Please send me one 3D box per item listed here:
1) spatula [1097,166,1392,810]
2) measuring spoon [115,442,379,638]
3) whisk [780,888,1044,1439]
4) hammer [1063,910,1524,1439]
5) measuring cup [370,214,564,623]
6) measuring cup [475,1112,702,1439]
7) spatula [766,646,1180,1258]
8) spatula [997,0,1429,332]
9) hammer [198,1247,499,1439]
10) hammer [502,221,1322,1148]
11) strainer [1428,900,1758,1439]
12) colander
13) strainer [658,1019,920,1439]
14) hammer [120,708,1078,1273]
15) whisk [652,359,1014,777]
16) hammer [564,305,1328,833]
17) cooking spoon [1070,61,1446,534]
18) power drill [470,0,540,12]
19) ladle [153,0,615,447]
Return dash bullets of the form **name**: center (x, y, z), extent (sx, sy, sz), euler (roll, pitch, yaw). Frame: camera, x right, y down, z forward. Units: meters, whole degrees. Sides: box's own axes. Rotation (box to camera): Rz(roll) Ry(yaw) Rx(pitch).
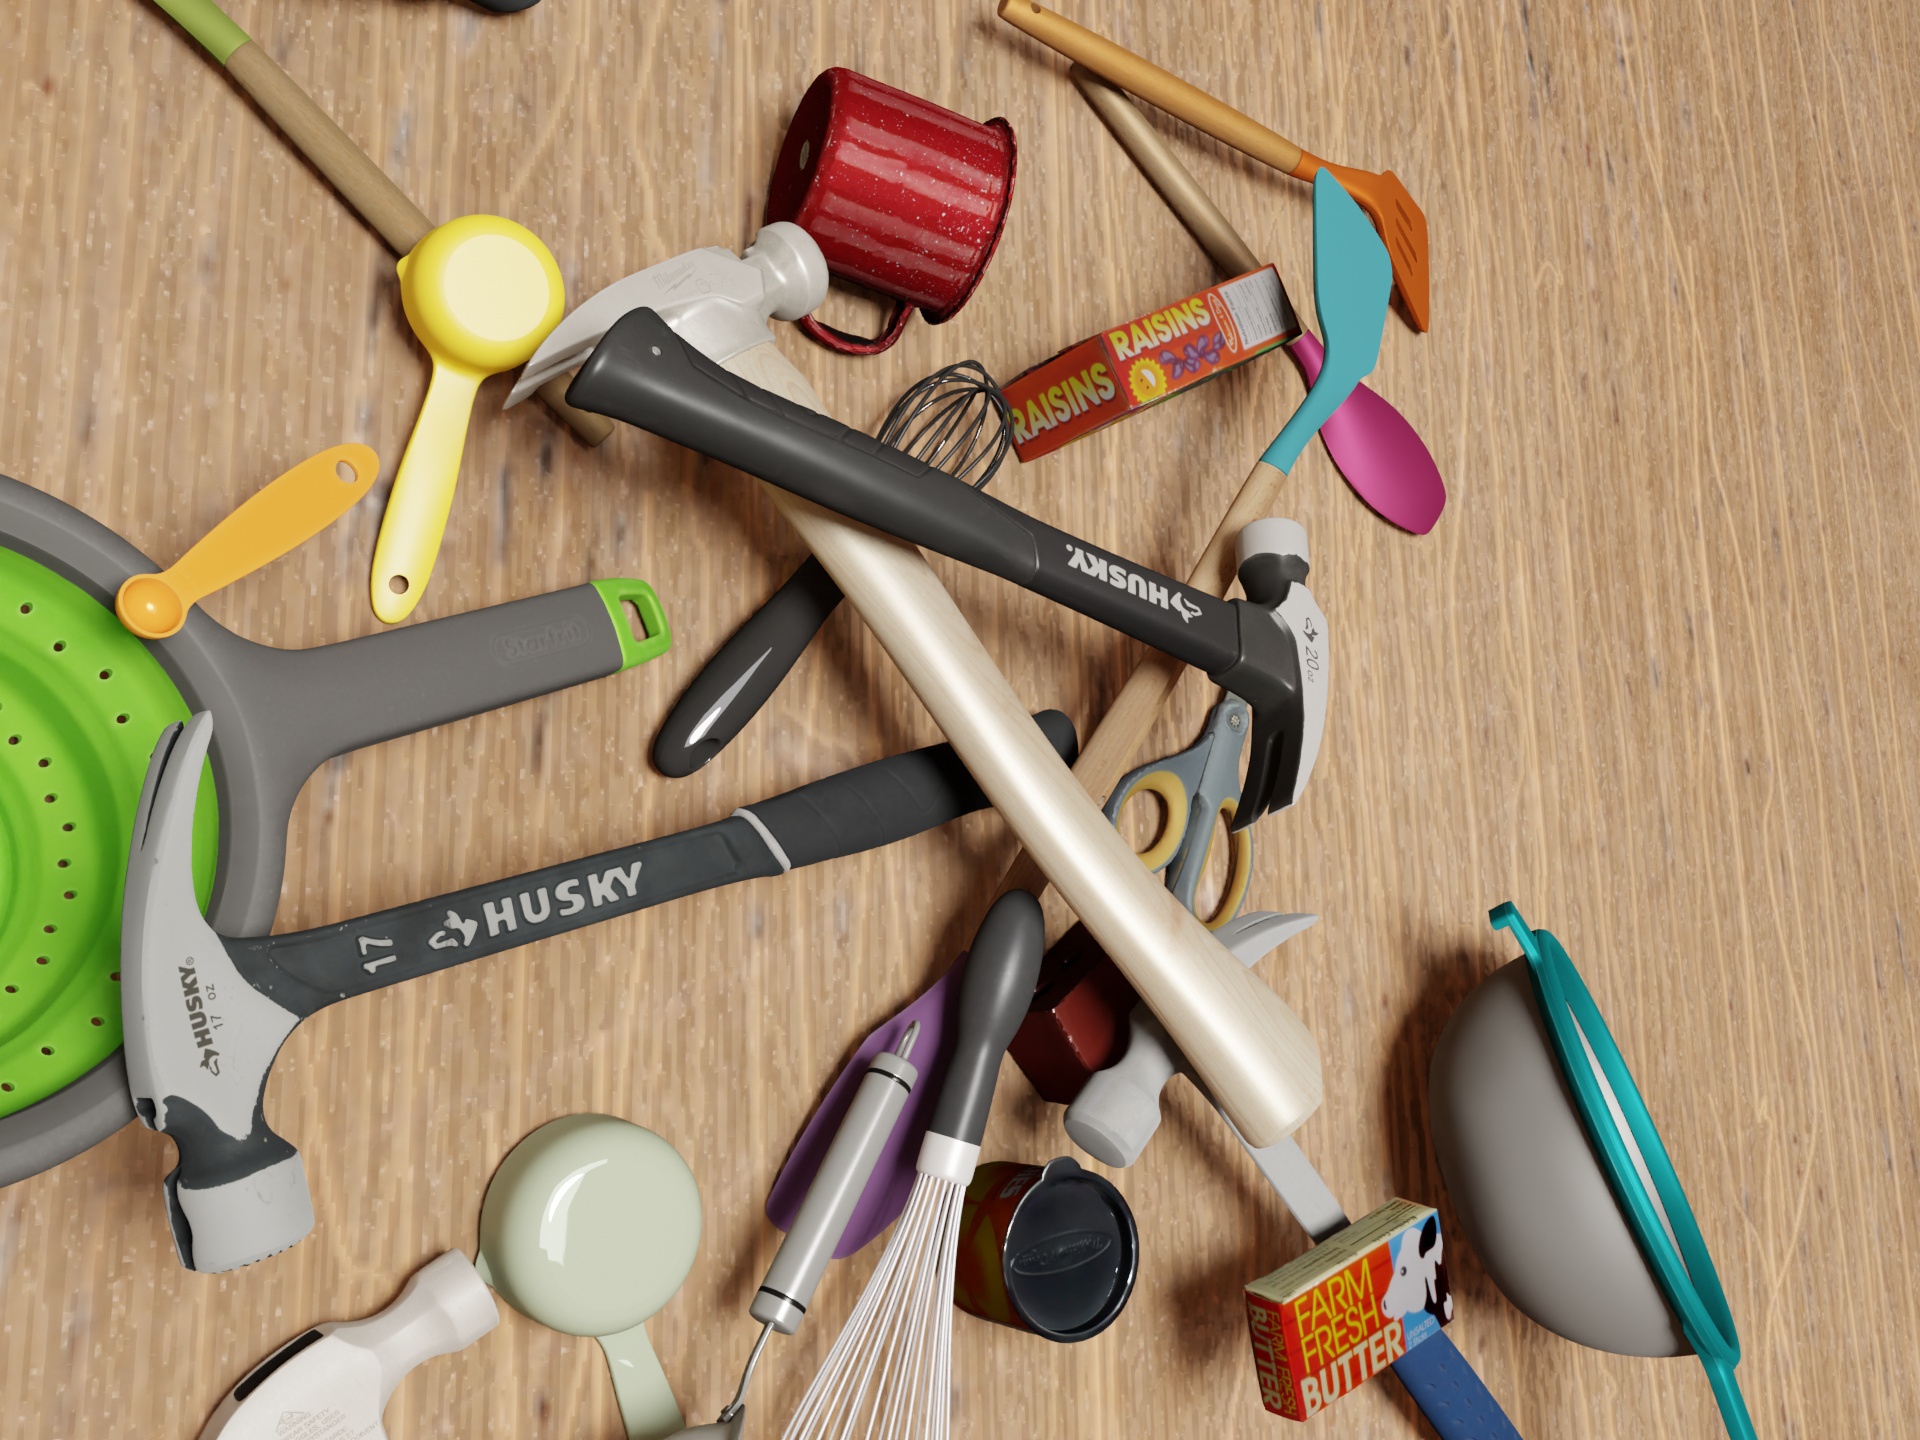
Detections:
- **spatula**: center (0.124, -0.095, 0.736), extent (0.082, 0.044, 0.317), euler (28, 91, -47)
- **measuring spoon**: center (-0.222, -0.059, 0.501), extent (0.021, 0.011, 0.117), euler (55, 35, -19)
- **whisk**: center (-0.015, 0.201, 0.614), extent (0.070, 0.070, 0.285), euler (24, 73, -26)
- **hammer**: center (0.196, 0.261, 0.727), extent (0.144, 0.035, 0.405), euler (-48, 114, -28)
- **measuring cup**: center (-0.187, -0.111, 0.584), extent (0.062, 0.029, 0.156), euler (17, 84, -31)
- **measuring cup**: center (-0.115, 0.224, 0.572), extent (0.083, 0.038, 0.167), euler (-20, 92, -33)
- **spatula**: center (0.022, 0.080, 0.671), extent (0.059, 0.018, 0.316), euler (38, 75, -22)
- **spatula**: center (0.151, -0.301, 0.841), extent (0.322, 0.041, 0.081), euler (16, 68, -29)
- **hammer**: center (-0.151, 0.355, 0.528), extent (0.130, 0.031, 0.331), euler (-28, 96, -33)
- **hammer**: center (-0.001, -0.002, 0.612), extent (0.146, 0.038, 0.410), euler (-37, 92, -38)
- **strainer**: center (0.293, 0.266, 0.733), extent (0.210, 0.095, 0.341), euler (41, 32, -48)
- **colander**: center (-0.260, 0.014, 0.507), extent (0.397, 0.094, 0.204), euler (-23, 93, -51)
- **strainer**: center (-0.071, 0.218, 0.569), extent (0.050, 0.086, 0.259), euler (29, 60, -2)
- **hammer**: center (-0.089, 0.043, 0.572), extent (0.409, 0.036, 0.149), euler (-14, 92, -48)
- **whisk**: center (-0.051, -0.066, 0.671), extent (0.055, 0.055, 0.239), euler (45, 66, -17)
- **hammer**: center (0.012, -0.065, 0.600), extent (0.334, 0.035, 0.146), euler (21, 56, -29)
- **cooking spoon**: center (0.165, -0.224, 0.850), extent (0.318, 0.017, 0.069), euler (46, 57, -16)
- **power drill**: center (-0.236, -0.384, 0.578), extent (0.190, 0.080, 0.228), euler (1, 76, -61)
- **ladle**: center (-0.238, -0.227, 0.578), extent (0.320, 0.062, 0.078), euler (47, 51, -19)
